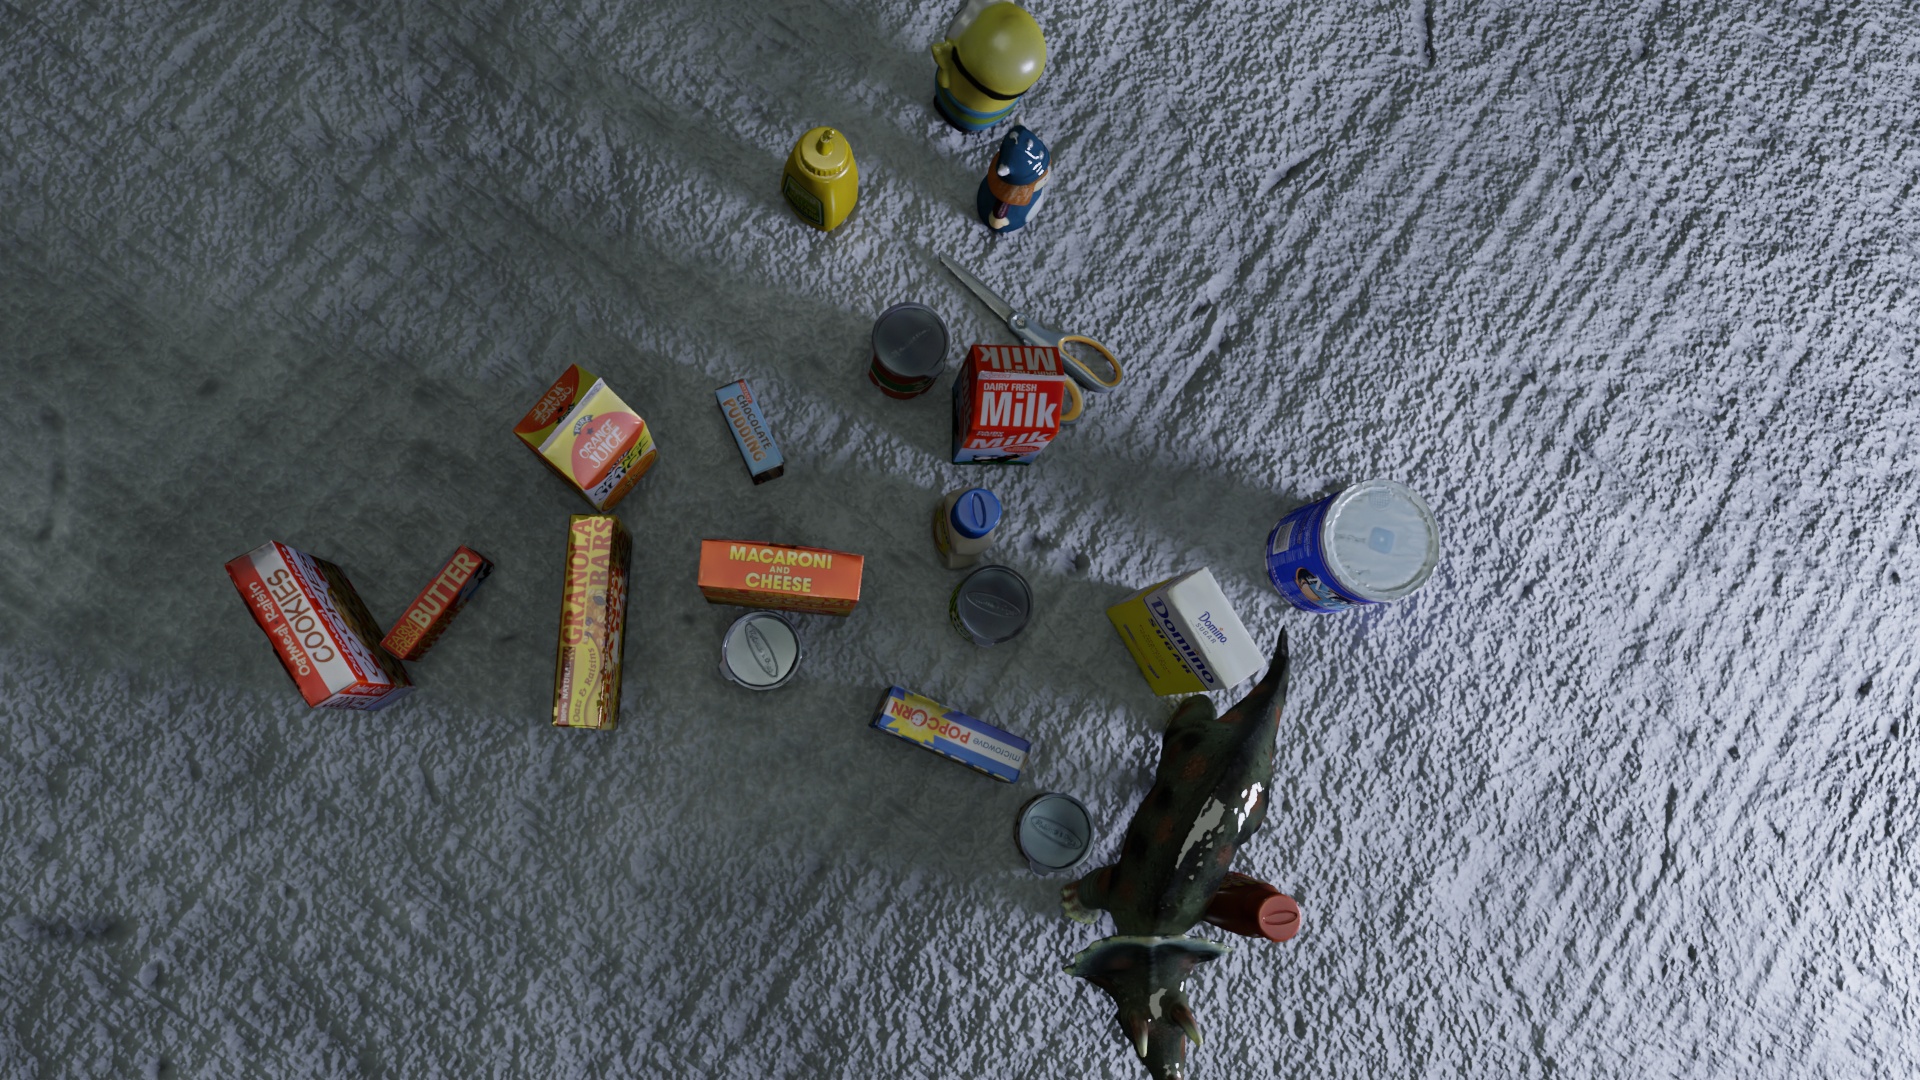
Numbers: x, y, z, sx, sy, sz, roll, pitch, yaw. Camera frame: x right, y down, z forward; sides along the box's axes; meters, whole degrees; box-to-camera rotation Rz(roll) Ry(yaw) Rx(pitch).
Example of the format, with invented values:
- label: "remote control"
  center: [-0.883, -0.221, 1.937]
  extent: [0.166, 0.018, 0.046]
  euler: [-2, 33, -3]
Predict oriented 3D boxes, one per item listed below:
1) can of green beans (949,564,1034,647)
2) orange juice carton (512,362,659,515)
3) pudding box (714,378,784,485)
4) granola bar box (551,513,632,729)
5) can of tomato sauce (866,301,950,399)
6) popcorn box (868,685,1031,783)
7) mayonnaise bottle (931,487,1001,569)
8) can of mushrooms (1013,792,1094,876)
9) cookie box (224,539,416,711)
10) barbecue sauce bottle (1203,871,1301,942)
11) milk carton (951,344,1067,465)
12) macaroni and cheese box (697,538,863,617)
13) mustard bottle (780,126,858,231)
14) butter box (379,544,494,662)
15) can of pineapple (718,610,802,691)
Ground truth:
- label: "can of green beans"
  center: [0.026, 0.057, 1.198]
  extent: [0.071, 0.057, 0.071]
  euler: [1, 82, -8]
- label: "orange juice carton"
  center: [-0.297, -0.080, 1.105]
  extent: [0.073, 0.192, 0.072]
  euler: [40, 79, -1]
- label: "pudding box"
  center: [-0.181, -0.093, 1.196]
  extent: [0.030, 0.049, 0.083]
  euler: [-24, 86, -10]
- label: "granola bar box"
  center: [-0.295, 0.068, 1.119]
  extent: [0.039, 0.124, 0.165]
  euler: [4, 82, -7]
- label: "can of tomato sauce"
  center: [-0.045, -0.162, 1.207]
  extent: [0.071, 0.083, 0.071]
  euler: [1, 82, -7]
- label: "popcorn box"
  center: [-0.010, 0.163, 1.163]
  extent: [0.127, 0.085, 0.038]
  euler: [23, 80, -4]
- label: "mayonnaise bottle"
  center: [0.004, -0.015, 1.159]
  extent: [0.041, 0.148, 0.065]
  euler: [-9, 84, -9]
- label: "can of mushrooms"
  center: [0.078, 0.251, 1.189]
  extent: [0.071, 0.033, 0.071]
  euler: [1, 82, -8]
- label: "cookie box"
  center: [-0.489, 0.071, 1.070]
  extent: [0.040, 0.167, 0.123]
  euler: [-33, 87, -10]
- label: "barbecue sauce bottle"
  center: [0.237, 0.302, 1.144]
  extent: [0.065, 0.148, 0.043]
  euler: [-5, 83, -8]
- label: "milk carton"
  center: [0.037, -0.115, 1.157]
  extent: [0.072, 0.190, 0.073]
  euler: [1, 82, -7]
- label: "macaroni and cheese box"
  center: [-0.146, 0.031, 1.123]
  extent: [0.124, 0.166, 0.040]
  euler: [6, 82, -7]
- label: "mustard bottle"
  center: [-0.119, -0.314, 1.181]
  extent: [0.065, 0.160, 0.049]
  euler: [39, 79, -1]
- label: "butter box"
  center: [-0.428, 0.053, 1.139]
  extent: [0.024, 0.053, 0.104]
  euler: [36, 79, -1]
- label: "can of pineapple"
  center: [-0.168, 0.094, 1.166]
  extent: [0.071, 0.057, 0.071]
  euler: [1, 82, -8]
